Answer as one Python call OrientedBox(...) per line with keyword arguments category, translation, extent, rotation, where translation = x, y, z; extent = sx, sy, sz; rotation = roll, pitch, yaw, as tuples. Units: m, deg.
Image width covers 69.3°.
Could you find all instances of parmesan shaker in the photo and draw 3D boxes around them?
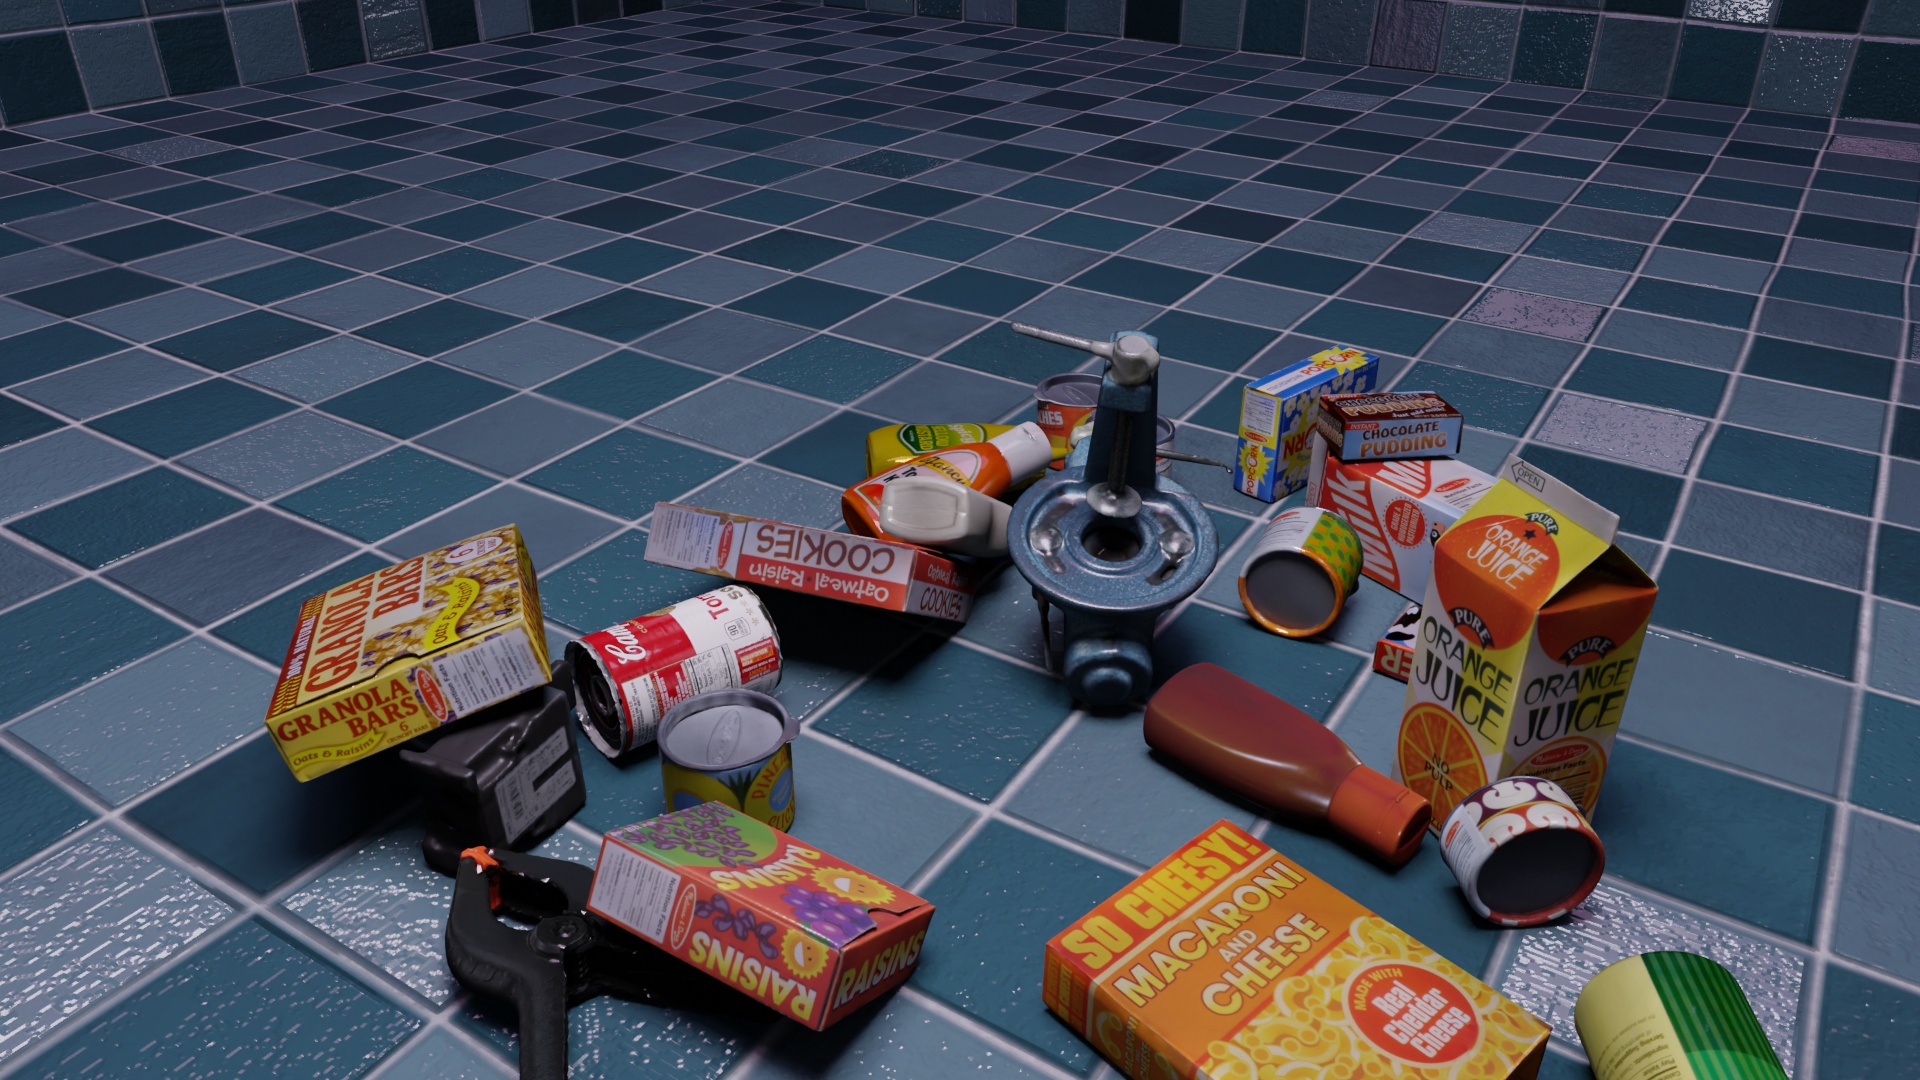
OrientedBox(category="parmesan shaker", translation=(0.282, 0.213, 0.522), extent=(0.071, 0.071, 0.103), rotation=(3, 29, 4))

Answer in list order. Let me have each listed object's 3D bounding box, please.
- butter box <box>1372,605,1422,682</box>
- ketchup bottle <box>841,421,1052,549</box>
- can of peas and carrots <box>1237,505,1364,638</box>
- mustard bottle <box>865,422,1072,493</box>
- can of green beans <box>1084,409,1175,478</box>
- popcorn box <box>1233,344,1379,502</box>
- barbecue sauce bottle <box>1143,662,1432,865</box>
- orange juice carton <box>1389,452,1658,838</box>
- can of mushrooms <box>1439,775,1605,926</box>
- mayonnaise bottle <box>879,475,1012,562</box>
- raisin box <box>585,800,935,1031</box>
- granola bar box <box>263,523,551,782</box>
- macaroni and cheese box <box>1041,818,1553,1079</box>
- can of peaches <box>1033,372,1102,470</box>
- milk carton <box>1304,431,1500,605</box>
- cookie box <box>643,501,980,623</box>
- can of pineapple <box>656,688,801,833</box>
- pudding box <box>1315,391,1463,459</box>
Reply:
OrientedBox(category="butter box", translation=(0.303, 0.074, 0.820), extent=(0.103, 0.024, 0.053), rotation=(22, 35, 33))
OrientedBox(category="ketchup bottle", translation=(-0.005, -0.037, 0.964), extent=(0.149, 0.043, 0.065), rotation=(-27, 58, -23))
OrientedBox(category="can of peas and carrots", translation=(0.216, 0.022, 0.873), extent=(0.071, 0.070, 0.059), rotation=(14, 32, 23))
OrientedBox(category="mustard bottle", translation=(0.011, -0.060, 1.030), extent=(0.160, 0.048, 0.065), rotation=(-5, 35, -9))
OrientedBox(category="can of green beans", translation=(0.122, -0.057, 1.018), extent=(0.071, 0.057, 0.071), rotation=(0, 29, 0))
OrientedBox(category="popcorn box", translation=(0.262, -0.090, 1.050), extent=(0.127, 0.084, 0.038), rotation=(-24, 37, -37))
OrientedBox(category="barbecue sauce bottle", translation=(0.170, 0.116, 0.724), extent=(0.065, 0.043, 0.149), rotation=(-25, 38, -37))
OrientedBox(category="orange juice carton", translation=(0.273, 0.058, 0.676), extent=(0.073, 0.191, 0.072), rotation=(-9, 29, -19))
OrientedBox(category="can of mushrooms", translation=(0.264, 0.145, 0.648), extent=(0.071, 0.070, 0.033), rotation=(-2, 30, -5))
OrientedBox(category="mayonnaise bottle", translation=(0.003, -0.011, 0.881), extent=(0.065, 0.041, 0.148), rotation=(5, -4, 20))
OrientedBox(category="raisin box", translation=(-0.086, 0.159, 0.607), extent=(0.123, 0.040, 0.086), rotation=(20, 6, 23))
OrientedBox(category="granola bar box", translation=(-0.283, 0.050, 0.723), extent=(0.124, 0.039, 0.166), rotation=(-22, 23, -12))
OrientedBox(category="macaroni and cheese box", translation=(0.135, 0.198, 0.579), extent=(0.124, 0.040, 0.167), rotation=(-23, 37, -36))
OrientedBox(category="can of peaches", translation=(0.089, -0.091, 1.079), extent=(0.071, 0.057, 0.071), rotation=(0, 30, 0))
OrientedBox(category="milk carton", translation=(0.305, -0.013, 0.928), extent=(0.074, 0.072, 0.191), rotation=(-18, 35, -31))
OrientedBox(category="cookie box", translation=(-0.086, 0.014, 0.846), extent=(0.167, 0.040, 0.123), rotation=(10, -3, 18))
OrientedBox(category="can of pineapple", translation=(-0.116, 0.117, 0.702), extent=(0.071, 0.057, 0.071), rotation=(0, 29, 0))
OrientedBox(category="pudding box", translation=(0.289, -0.078, 0.937), extent=(0.084, 0.030, 0.050), rotation=(-2, 27, -7))
